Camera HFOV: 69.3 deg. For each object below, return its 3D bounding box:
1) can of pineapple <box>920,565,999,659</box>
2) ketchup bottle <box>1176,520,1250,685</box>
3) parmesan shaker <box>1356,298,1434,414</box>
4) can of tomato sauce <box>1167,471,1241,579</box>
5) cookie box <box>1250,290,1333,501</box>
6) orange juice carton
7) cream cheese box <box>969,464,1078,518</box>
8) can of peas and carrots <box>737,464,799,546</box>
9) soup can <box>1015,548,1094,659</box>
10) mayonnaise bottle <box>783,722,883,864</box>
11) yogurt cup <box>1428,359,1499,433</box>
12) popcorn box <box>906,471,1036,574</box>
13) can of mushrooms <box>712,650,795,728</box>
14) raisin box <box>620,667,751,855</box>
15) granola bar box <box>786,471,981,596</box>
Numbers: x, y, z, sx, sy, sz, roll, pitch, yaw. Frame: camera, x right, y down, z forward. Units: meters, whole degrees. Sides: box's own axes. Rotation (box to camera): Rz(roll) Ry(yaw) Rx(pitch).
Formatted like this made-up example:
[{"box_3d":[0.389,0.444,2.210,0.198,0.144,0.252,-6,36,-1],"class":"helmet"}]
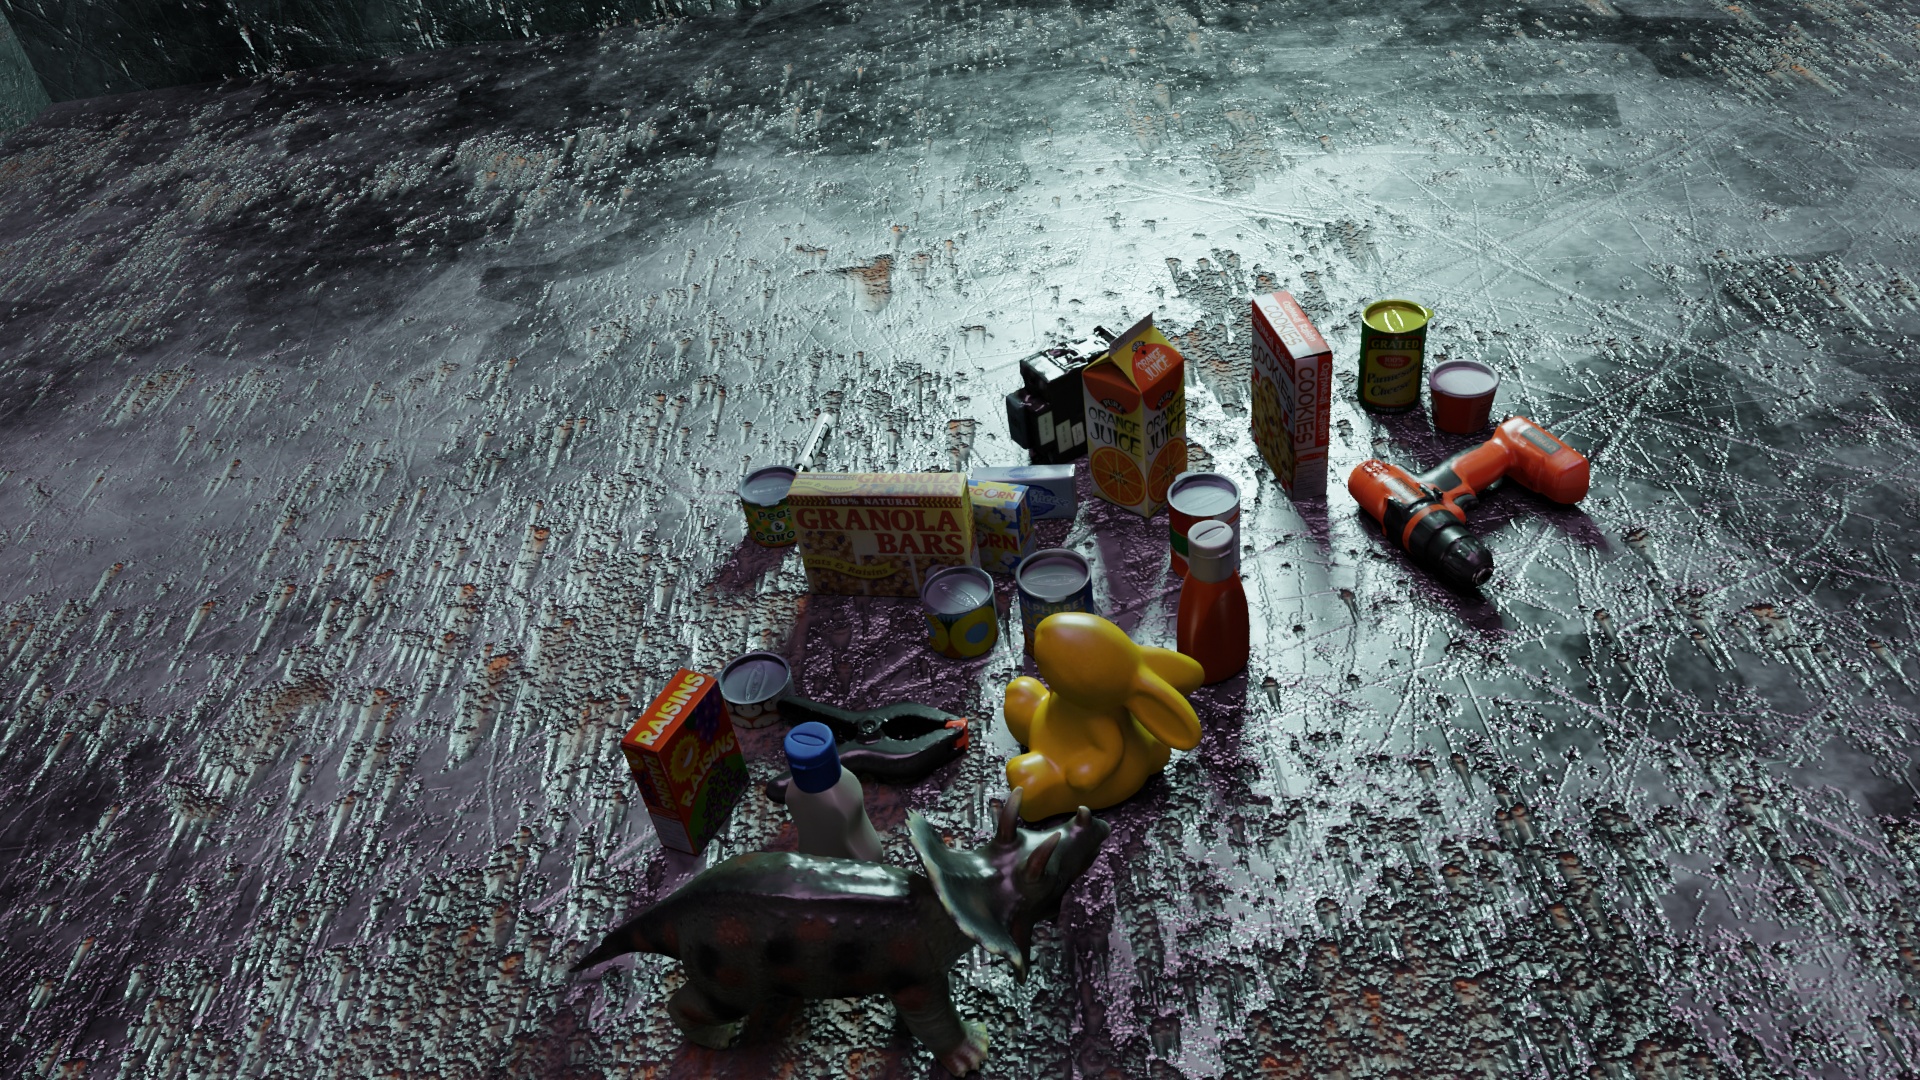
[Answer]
[{"box_3d":[-0.002,0.065,1.255,0.071,0.057,0.071,-6,39,5],"class":"can of pineapple"},{"box_3d":[0.210,0.052,1.157,0.065,0.148,0.044,-24,41,-18],"class":"ketchup bottle"},{"box_3d":[0.453,-0.190,1.448,0.071,0.102,0.072,-6,39,5],"class":"parmesan shaker"},{"box_3d":[0.225,-0.012,1.286,0.071,0.082,0.071,-6,39,5],"class":"can of tomato sauce"},{"box_3d":[0.323,-0.143,1.362,0.040,0.166,0.123,-12,38,-3],"class":"cookie box"},{"box_3d":[0.171,-0.125,1.350,0.073,0.191,0.072,25,50,35],"class":"orange juice carton"},{"box_3d":[0.064,-0.048,1.386,0.104,0.053,0.024,-1,39,10],"class":"cream cheese box"},{"box_3d":[-0.188,-0.034,1.414,0.071,0.058,0.071,-6,39,5],"class":"can of peas and carrots"},{"box_3d":[0.085,0.061,1.222,0.071,0.083,0.072,-6,39,5],"class":"soup can"},{"box_3d":[-0.099,0.198,1.036,0.065,0.147,0.041,9,42,21],"class":"mayonnaise bottle"},{"box_3d":[0.512,-0.146,1.419,0.072,0.053,0.073,-6,39,5],"class":"yogurt cup"},{"box_3d":[0.005,-0.017,1.334,0.127,0.084,0.038,8,42,20],"class":"popcorn box"},{"box_3d":[-0.182,0.132,1.227,0.071,0.033,0.071,-5,39,4],"class":"can of mushrooms"},{"box_3d":[-0.216,0.176,1.106,0.040,0.122,0.086,12,43,24],"class":"raisin box"},{"box_3d":[-0.069,-0.005,1.303,0.165,0.123,0.039,1,39,12],"class":"granola bar box"}]
